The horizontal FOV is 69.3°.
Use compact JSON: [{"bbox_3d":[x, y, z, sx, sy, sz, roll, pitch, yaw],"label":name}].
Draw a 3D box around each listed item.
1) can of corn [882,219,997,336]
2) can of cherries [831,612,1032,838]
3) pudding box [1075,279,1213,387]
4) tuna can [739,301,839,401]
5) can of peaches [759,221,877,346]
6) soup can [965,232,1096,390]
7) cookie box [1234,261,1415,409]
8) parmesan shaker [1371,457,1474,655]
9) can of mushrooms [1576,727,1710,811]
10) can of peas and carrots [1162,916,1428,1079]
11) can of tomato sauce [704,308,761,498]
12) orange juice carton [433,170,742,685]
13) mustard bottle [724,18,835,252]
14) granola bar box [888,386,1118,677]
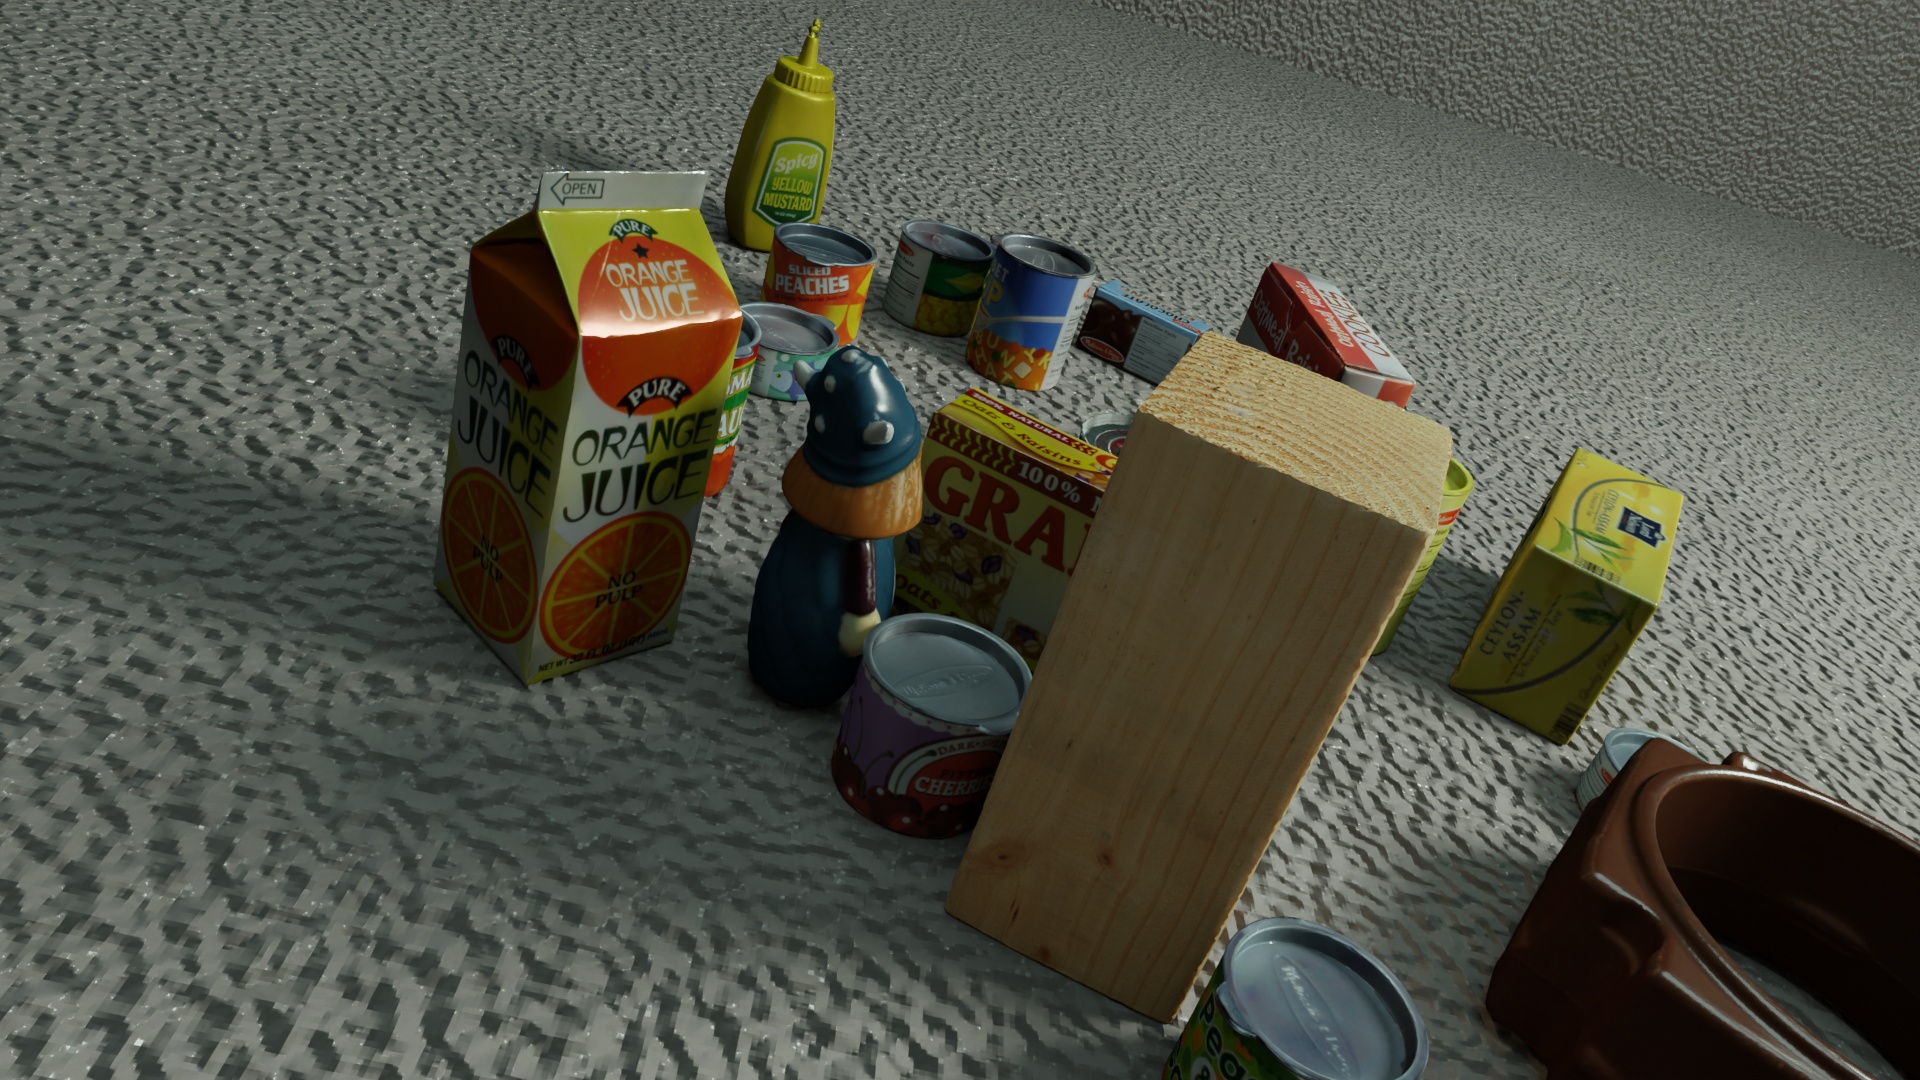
[{"bbox_3d":[-0.013,-0.180,0.953,0.071,0.058,0.071,14,30,-8],"label":"can of corn"},{"bbox_3d":[-0.011,0.072,0.530,0.071,0.058,0.072,14,30,-8],"label":"can of cherries"},{"bbox_3d":[0.129,-0.144,0.981,0.084,0.049,0.030,29,31,18],"label":"pudding box"},{"bbox_3d":[-0.105,-0.111,0.811,0.071,0.032,0.071,14,30,-8],"label":"tuna can"},{"bbox_3d":[-0.092,-0.161,0.877,0.071,0.057,0.071,14,30,-8],"label":"can of peaches"},{"bbox_3d":[0.042,-0.150,0.908,0.071,0.083,0.072,14,29,-8],"label":"soup can"},{"bbox_3d":[0.155,-0.038,0.696,0.040,0.166,0.123,11,30,-13],"label":"cookie box"},{"bbox_3d":[0.213,0.001,0.728,0.071,0.102,0.071,14,29,-8],"label":"parmesan shaker"},{"bbox_3d":[0.333,0.124,0.659,0.071,0.033,0.071,14,30,-8],"label":"can of mushrooms"},{"bbox_3d":[0.101,0.164,0.436,0.071,0.058,0.071,14,30,-8],"label":"can of peas and carrots"},{"bbox_3d":[-0.136,-0.069,0.673,0.071,0.082,0.071,14,29,-8],"label":"can of tomato sauce"},{"bbox_3d":[-0.140,-0.048,0.524,0.073,0.191,0.072,37,34,30],"label":"orange juice carton"},{"bbox_3d":[-0.119,-0.279,0.957,0.065,0.159,0.049,-2,35,-32],"label":"mustard bottle"},{"bbox_3d":[0.051,0.028,0.572,0.166,0.123,0.039,27,30,15],"label":"granola bar box"}]
